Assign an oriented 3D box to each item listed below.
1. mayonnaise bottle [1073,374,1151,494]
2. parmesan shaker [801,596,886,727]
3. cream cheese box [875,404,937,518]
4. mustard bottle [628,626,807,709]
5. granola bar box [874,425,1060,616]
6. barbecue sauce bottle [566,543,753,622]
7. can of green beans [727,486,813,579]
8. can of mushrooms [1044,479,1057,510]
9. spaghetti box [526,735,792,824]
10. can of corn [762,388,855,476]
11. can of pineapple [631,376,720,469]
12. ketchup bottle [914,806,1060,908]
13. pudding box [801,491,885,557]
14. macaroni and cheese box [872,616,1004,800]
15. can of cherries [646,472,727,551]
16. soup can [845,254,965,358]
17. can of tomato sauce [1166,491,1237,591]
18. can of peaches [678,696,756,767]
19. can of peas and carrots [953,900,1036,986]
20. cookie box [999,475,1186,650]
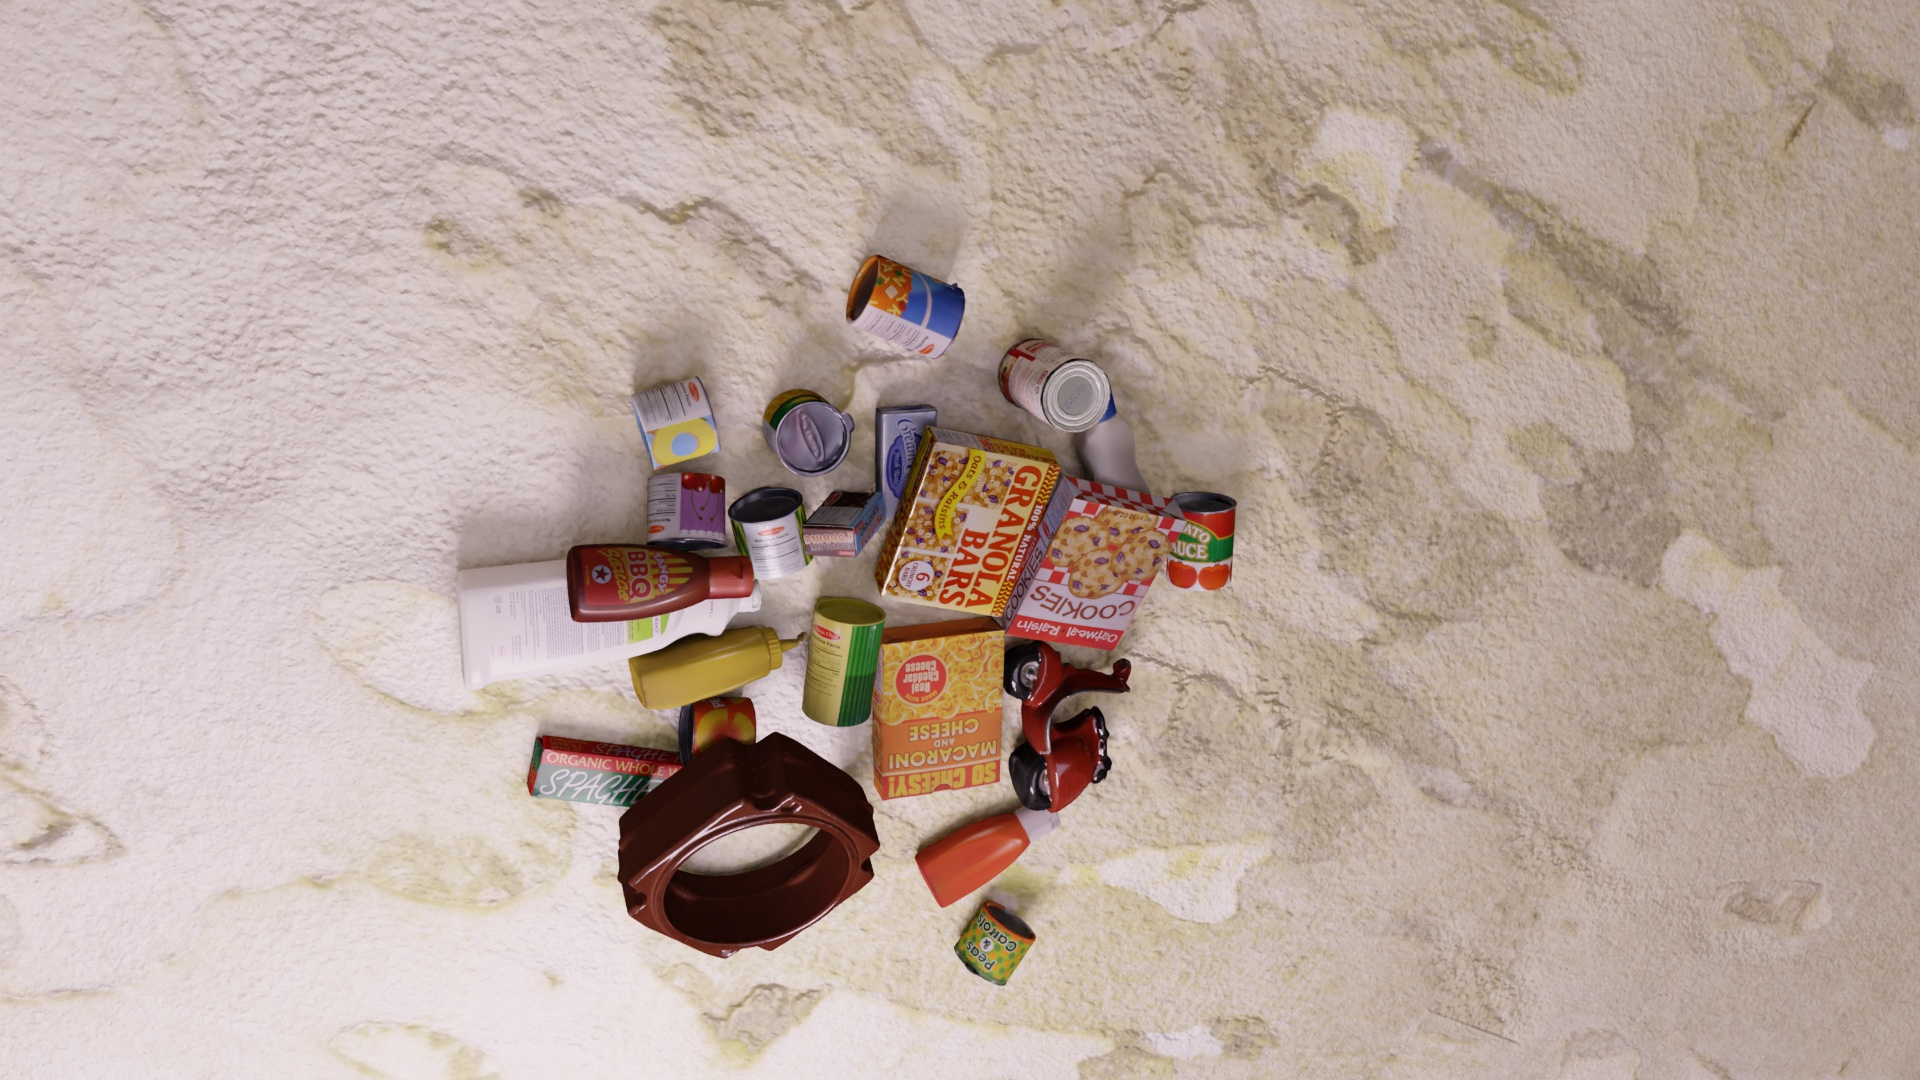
[{"bbox_3d":[0.139,-0.085,1.326,0.065,0.041,0.147,-20,113,-11],"label":"mayonnaise bottle"},{"bbox_3d":[-0.110,0.111,1.282,0.071,0.071,0.102,2,109,-22],"label":"parmesan shaker"},{"bbox_3d":[-0.050,-0.071,1.265,0.053,0.024,0.103,-5,109,-20],"label":"cream cheese box"},{"bbox_3d":[-0.212,0.108,1.242,0.161,0.065,0.048,-13,113,-21],"label":"mustard bottle"},{"bbox_3d":[0.005,-0.016,1.264,0.124,0.039,0.164,10,118,-21],"label":"granola bar box"},{"bbox_3d":[-0.248,0.033,1.154,0.149,0.043,0.065,-2,67,-24],"label":"barbecue sauce bottle"},{"bbox_3d":[-0.165,-0.006,1.217,0.071,0.071,0.057,-17,119,-15],"label":"can of green beans"},{"bbox_3d":[0.054,-0.055,1.306,0.071,0.033,0.070,-7,111,-19],"label":"can of mushrooms"},{"bbox_3d":[-0.267,0.222,1.277,0.250,0.029,0.050,12,102,-24],"label":"spaghetti box"},{"bbox_3d":[-0.132,-0.096,1.206,0.071,0.058,0.071,-7,110,-19],"label":"can of corn"},{"bbox_3d":[-0.238,-0.097,1.162,0.058,0.071,0.070,-18,113,-14],"label":"can of pineapple"},{"bbox_3d":[0.030,0.312,1.414,0.149,0.043,0.064,-28,117,-11],"label":"ketchup bottle"},{"bbox_3d":[-0.102,-0.015,1.225,0.049,0.084,0.030,2,114,15],"label":"pudding box"},{"bbox_3d":[-0.022,0.163,1.346,0.124,0.040,0.165,-6,109,-19],"label":"macaroni and cheese box"},{"bbox_3d":[-0.231,-0.024,1.180,0.071,0.071,0.058,2,81,-22],"label":"can of cherries"},{"bbox_3d":[-0.047,-0.204,1.200,0.084,0.071,0.071,19,100,-25],"label":"soup can"},{"bbox_3d":[0.237,0.001,1.376,0.071,0.071,0.082,-7,111,-19],"label":"can of tomato sauce"},{"bbox_3d":[-0.220,0.172,1.258,0.058,0.071,0.071,4,106,-22],"label":"can of peaches"},{"bbox_3d":[0.035,0.416,1.436,0.071,0.071,0.058,32,94,-27],"label":"can of peas and carrots"},{"bbox_3d":[0.123,0.026,1.327,0.123,0.040,0.166,10,124,-23],"label":"cookie box"}]
